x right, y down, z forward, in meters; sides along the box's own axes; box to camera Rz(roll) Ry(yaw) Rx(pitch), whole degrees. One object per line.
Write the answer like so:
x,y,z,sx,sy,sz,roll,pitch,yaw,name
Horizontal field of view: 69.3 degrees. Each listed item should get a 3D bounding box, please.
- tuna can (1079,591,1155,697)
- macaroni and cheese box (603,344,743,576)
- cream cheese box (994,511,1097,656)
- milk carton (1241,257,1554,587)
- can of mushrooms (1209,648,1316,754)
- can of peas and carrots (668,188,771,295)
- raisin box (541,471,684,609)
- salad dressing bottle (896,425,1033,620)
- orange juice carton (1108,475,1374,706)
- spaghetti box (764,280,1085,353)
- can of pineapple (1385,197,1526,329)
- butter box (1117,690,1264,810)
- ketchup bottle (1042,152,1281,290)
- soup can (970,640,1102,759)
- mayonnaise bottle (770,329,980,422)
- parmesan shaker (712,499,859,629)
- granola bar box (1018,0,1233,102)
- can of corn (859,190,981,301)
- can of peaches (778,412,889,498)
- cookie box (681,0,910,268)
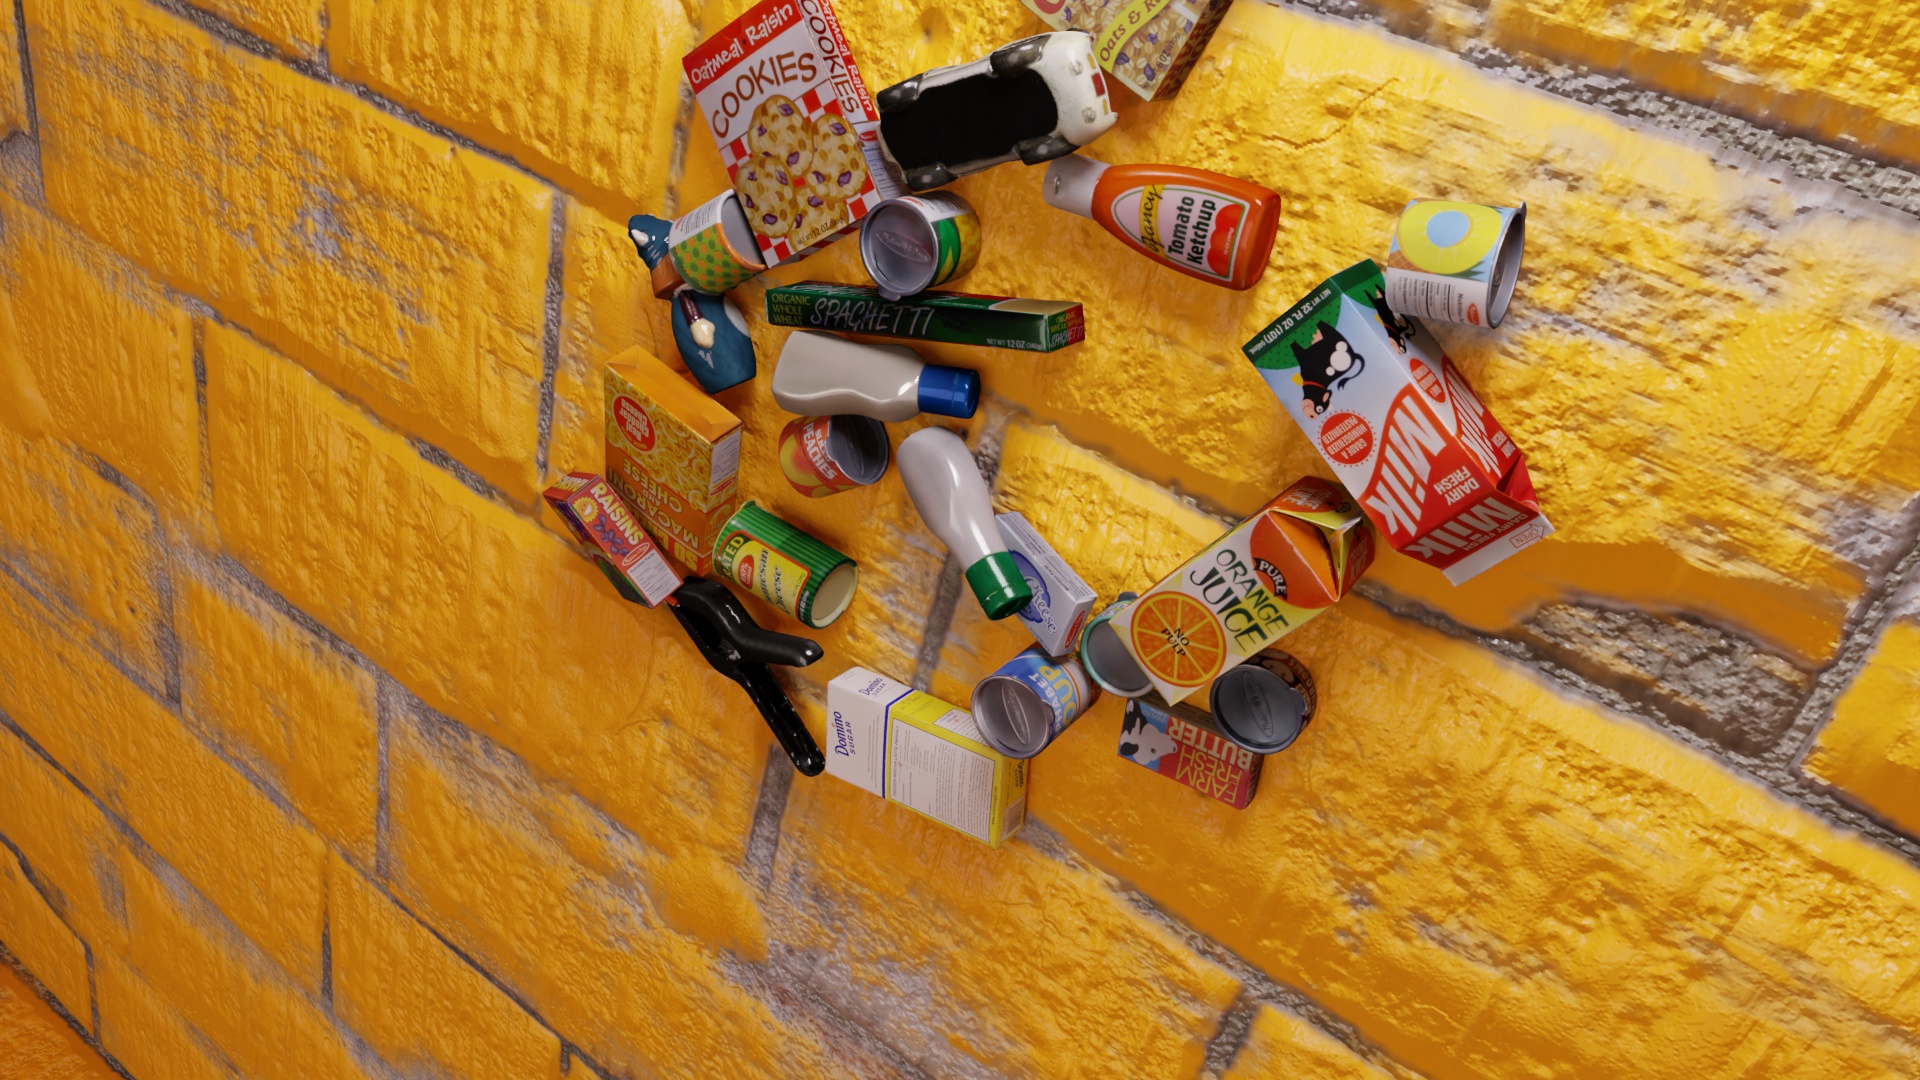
0.120,0.075,0.994,0.071,0.033,0.070,14,116,30,tuna can
-0.245,-0.064,1.166,0.124,0.040,0.165,36,140,19,macaroni and cheese box
0.054,0.030,1.009,0.104,0.024,0.053,48,130,35,cream cheese box
0.260,-0.065,0.814,0.072,0.074,0.190,-39,84,39,milk carton
0.208,0.109,0.946,0.071,0.033,0.070,14,115,31,can of mushrooms
-0.178,-0.227,1.065,0.058,0.071,0.071,-17,98,38,can of peas and carrots
-0.306,-0.001,1.218,0.123,0.040,0.086,57,158,-22,raisin box
0.004,-0.013,1.009,0.148,0.044,0.064,62,143,21,salad dressing bottle
0.194,0.024,0.897,0.073,0.072,0.191,53,129,5,orange juice carton
-0.032,-0.162,0.996,0.250,0.050,0.028,11,113,32,spaghetti box
0.276,-0.156,0.773,0.058,0.071,0.070,16,117,30,can of pineapple
0.165,0.148,0.998,0.103,0.024,0.053,21,119,27,butter box
0.123,-0.208,0.873,0.149,0.044,0.064,25,122,26,ketchup bottle
0.060,0.113,1.020,0.071,0.084,0.071,14,116,30,soup can
-0.061,-0.116,1.019,0.148,0.065,0.041,10,155,15,mayonnaise bottle
-0.142,0.020,1.136,0.103,0.071,0.071,28,122,24,parmesan shaker
0.115,-0.364,0.819,0.124,0.039,0.164,43,127,14,granola bar box
-0.028,-0.206,0.970,0.071,0.058,0.071,14,116,30,can of corn
-0.099,-0.069,1.067,0.058,0.071,0.071,-13,101,39,can of peaches
-0.121,-0.300,1.010,0.122,0.040,0.167,-18,97,39,cookie box
